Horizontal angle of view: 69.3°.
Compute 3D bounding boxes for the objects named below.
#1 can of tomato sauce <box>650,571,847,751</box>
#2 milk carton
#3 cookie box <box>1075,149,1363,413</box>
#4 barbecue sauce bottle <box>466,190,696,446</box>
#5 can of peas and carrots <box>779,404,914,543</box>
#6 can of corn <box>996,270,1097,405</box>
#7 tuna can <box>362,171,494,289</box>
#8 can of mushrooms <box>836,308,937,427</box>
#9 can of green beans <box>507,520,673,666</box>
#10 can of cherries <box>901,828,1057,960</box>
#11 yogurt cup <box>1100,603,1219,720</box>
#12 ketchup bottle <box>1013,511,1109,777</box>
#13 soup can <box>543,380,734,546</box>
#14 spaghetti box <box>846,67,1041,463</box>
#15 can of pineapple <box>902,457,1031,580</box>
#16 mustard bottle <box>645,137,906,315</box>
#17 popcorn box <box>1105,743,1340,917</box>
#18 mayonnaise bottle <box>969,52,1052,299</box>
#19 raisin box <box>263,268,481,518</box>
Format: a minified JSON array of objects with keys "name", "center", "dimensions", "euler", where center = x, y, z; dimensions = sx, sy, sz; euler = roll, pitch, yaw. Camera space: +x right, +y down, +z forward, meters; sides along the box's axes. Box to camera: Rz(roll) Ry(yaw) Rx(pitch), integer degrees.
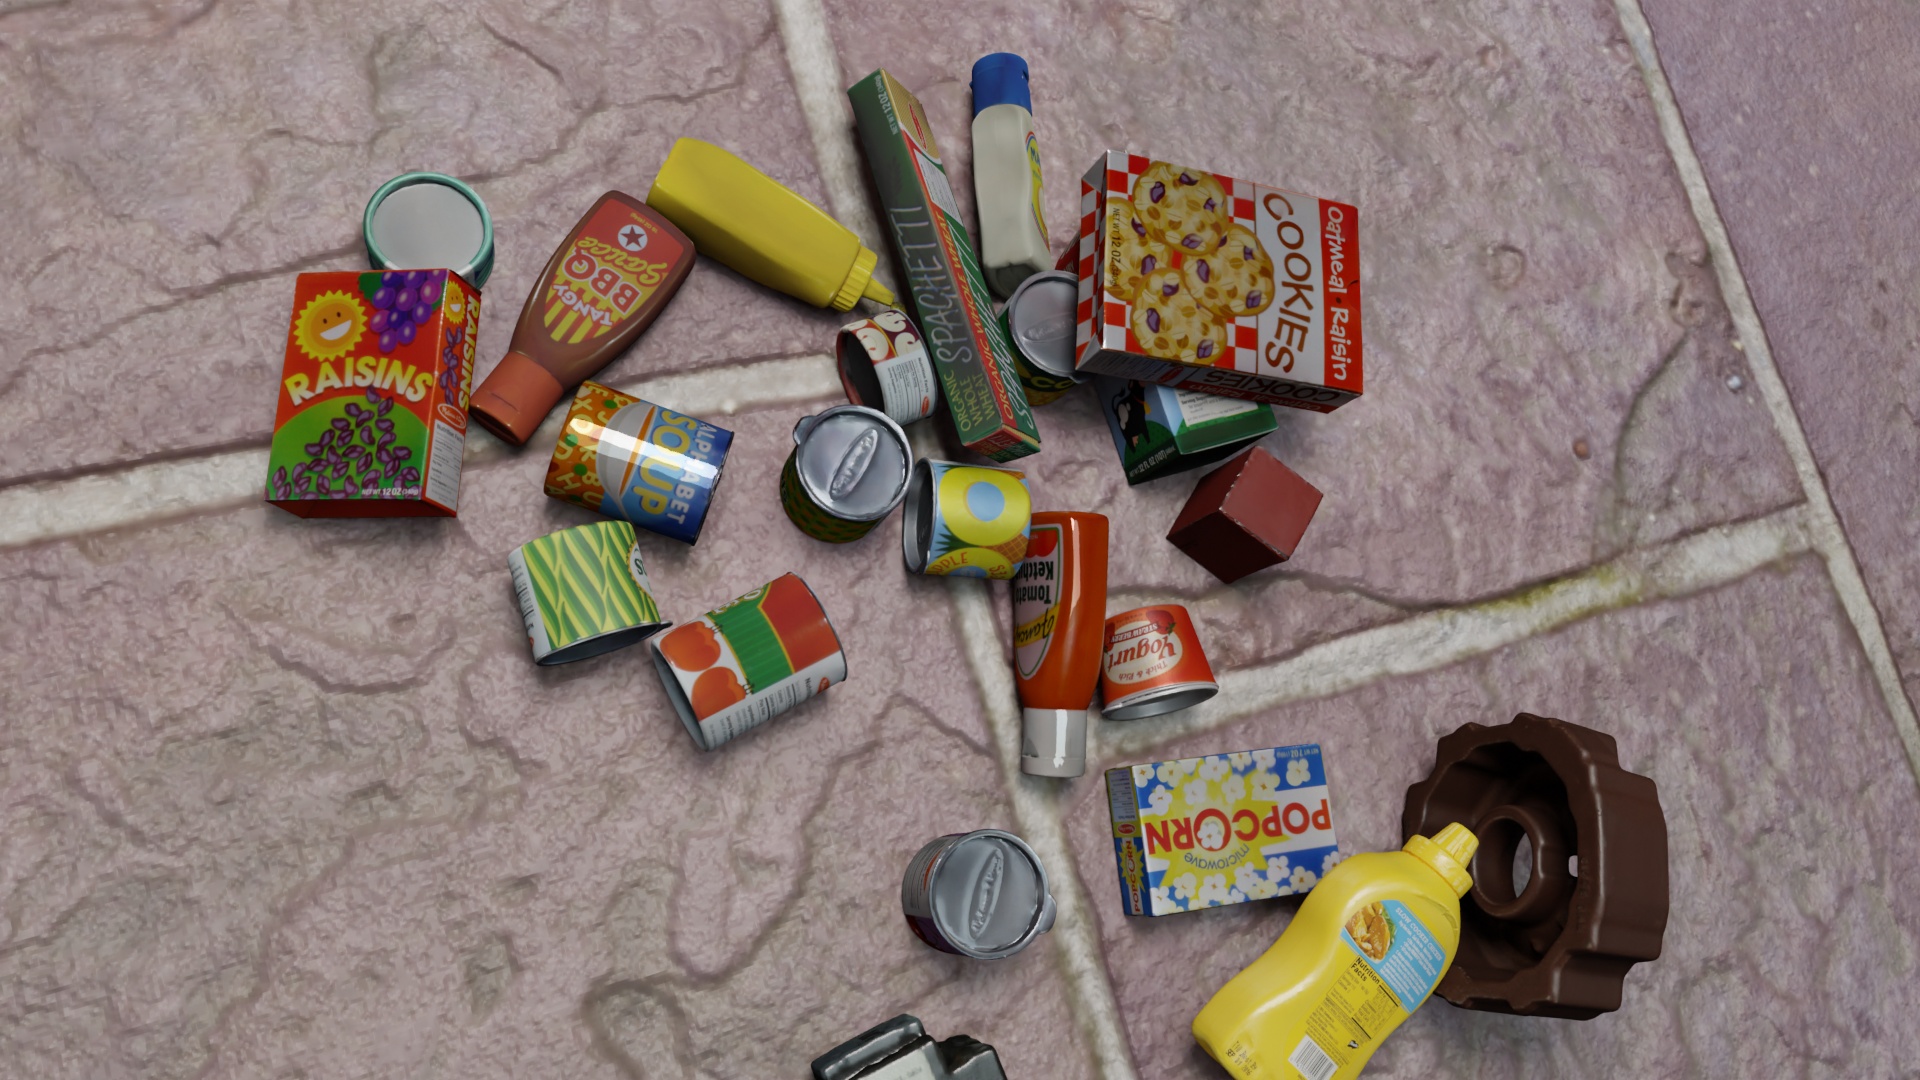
[{"name":"can of tomato sauce","center":[-0.113,0.062,0.735],"dimensions":[0.083,0.071,0.071],"euler":[-27,86,-21]},{"name":"milk carton","center":[0.118,-0.139,0.856],"dimensions":[0.074,0.072,0.190],"euler":[-15,82,-21]},{"name":"cookie box","center":[0.153,-0.148,0.808],"dimensions":[0.168,0.040,0.123],"euler":[8,74,-18]},{"name":"barbecue sauce bottle","center":[-0.210,-0.119,0.760],"dimensions":[0.065,0.043,0.149],"euler":[34,69,-7]},{"name":"can of peas and carrots","center":[-0.067,-0.037,0.778],"dimensions":[0.071,0.058,0.071],"euler":[4,75,-16]},{"name":"can of corn","center":[0.052,-0.118,0.836],"dimensions":[0.071,0.058,0.071],"euler":[4,75,-17]},{"name":"tuna can","center":[-0.287,-0.166,0.753],"dimensions":[0.071,0.032,0.071],"euler":[4,76,-17]},{"name":"can of mushrooms","center":[-0.044,-0.097,0.798],"dimensions":[0.033,0.071,0.071],"euler":[-23,85,-20]},{"name":"can of green beans","center":[-0.194,0.027,0.717],"dimensions":[0.071,0.071,0.058],"euler":[-16,82,-21]},{"name":"can of cherries","center":[0.009,0.191,0.745],"dimensions":[0.071,0.058,0.071],"euler":[5,74,-17]},{"name":"yogurt cup","center":[0.111,0.070,0.806],"dimensions":[0.072,0.072,0.054],"euler":[-5,71,-19]},{"name":"ketchup bottle","center":[0.056,0.059,0.794],"dimensions":[0.043,0.064,0.149],"euler":[5,83,-30]},{"name":"soup can","center":[-0.170,-0.042,0.739],"dimensions":[0.084,0.071,0.071],"euler":[20,72,-12]},{"name":"spaghetti box","center":[-0.011,-0.161,0.804],"dimensions":[0.028,0.050,0.251],"euler":[-26,68,22]},{"name":"can of pineapple","center":[0.003,-0.010,0.789],"dimensions":[0.058,0.071,0.071],"euler":[5,75,-17]},{"name":"mustard bottle","center":[-0.100,-0.171,0.801],"dimensions":[0.160,0.065,0.049],"euler":[27,76,-16]},{"name":"popcorn box","center":[0.154,0.167,0.808],"dimensions":[0.127,0.038,0.085],"euler":[-3,79,-19]},{"name":"mayonnaise bottle","center":[0.030,-0.227,0.856],"dimensions":[0.041,0.064,0.148],"euler":[-8,74,14]},{"name":"raisin box","center":[-0.297,-0.075,0.708],"dimensions":[0.086,0.040,0.123],"euler":[-1,76,8]}]
